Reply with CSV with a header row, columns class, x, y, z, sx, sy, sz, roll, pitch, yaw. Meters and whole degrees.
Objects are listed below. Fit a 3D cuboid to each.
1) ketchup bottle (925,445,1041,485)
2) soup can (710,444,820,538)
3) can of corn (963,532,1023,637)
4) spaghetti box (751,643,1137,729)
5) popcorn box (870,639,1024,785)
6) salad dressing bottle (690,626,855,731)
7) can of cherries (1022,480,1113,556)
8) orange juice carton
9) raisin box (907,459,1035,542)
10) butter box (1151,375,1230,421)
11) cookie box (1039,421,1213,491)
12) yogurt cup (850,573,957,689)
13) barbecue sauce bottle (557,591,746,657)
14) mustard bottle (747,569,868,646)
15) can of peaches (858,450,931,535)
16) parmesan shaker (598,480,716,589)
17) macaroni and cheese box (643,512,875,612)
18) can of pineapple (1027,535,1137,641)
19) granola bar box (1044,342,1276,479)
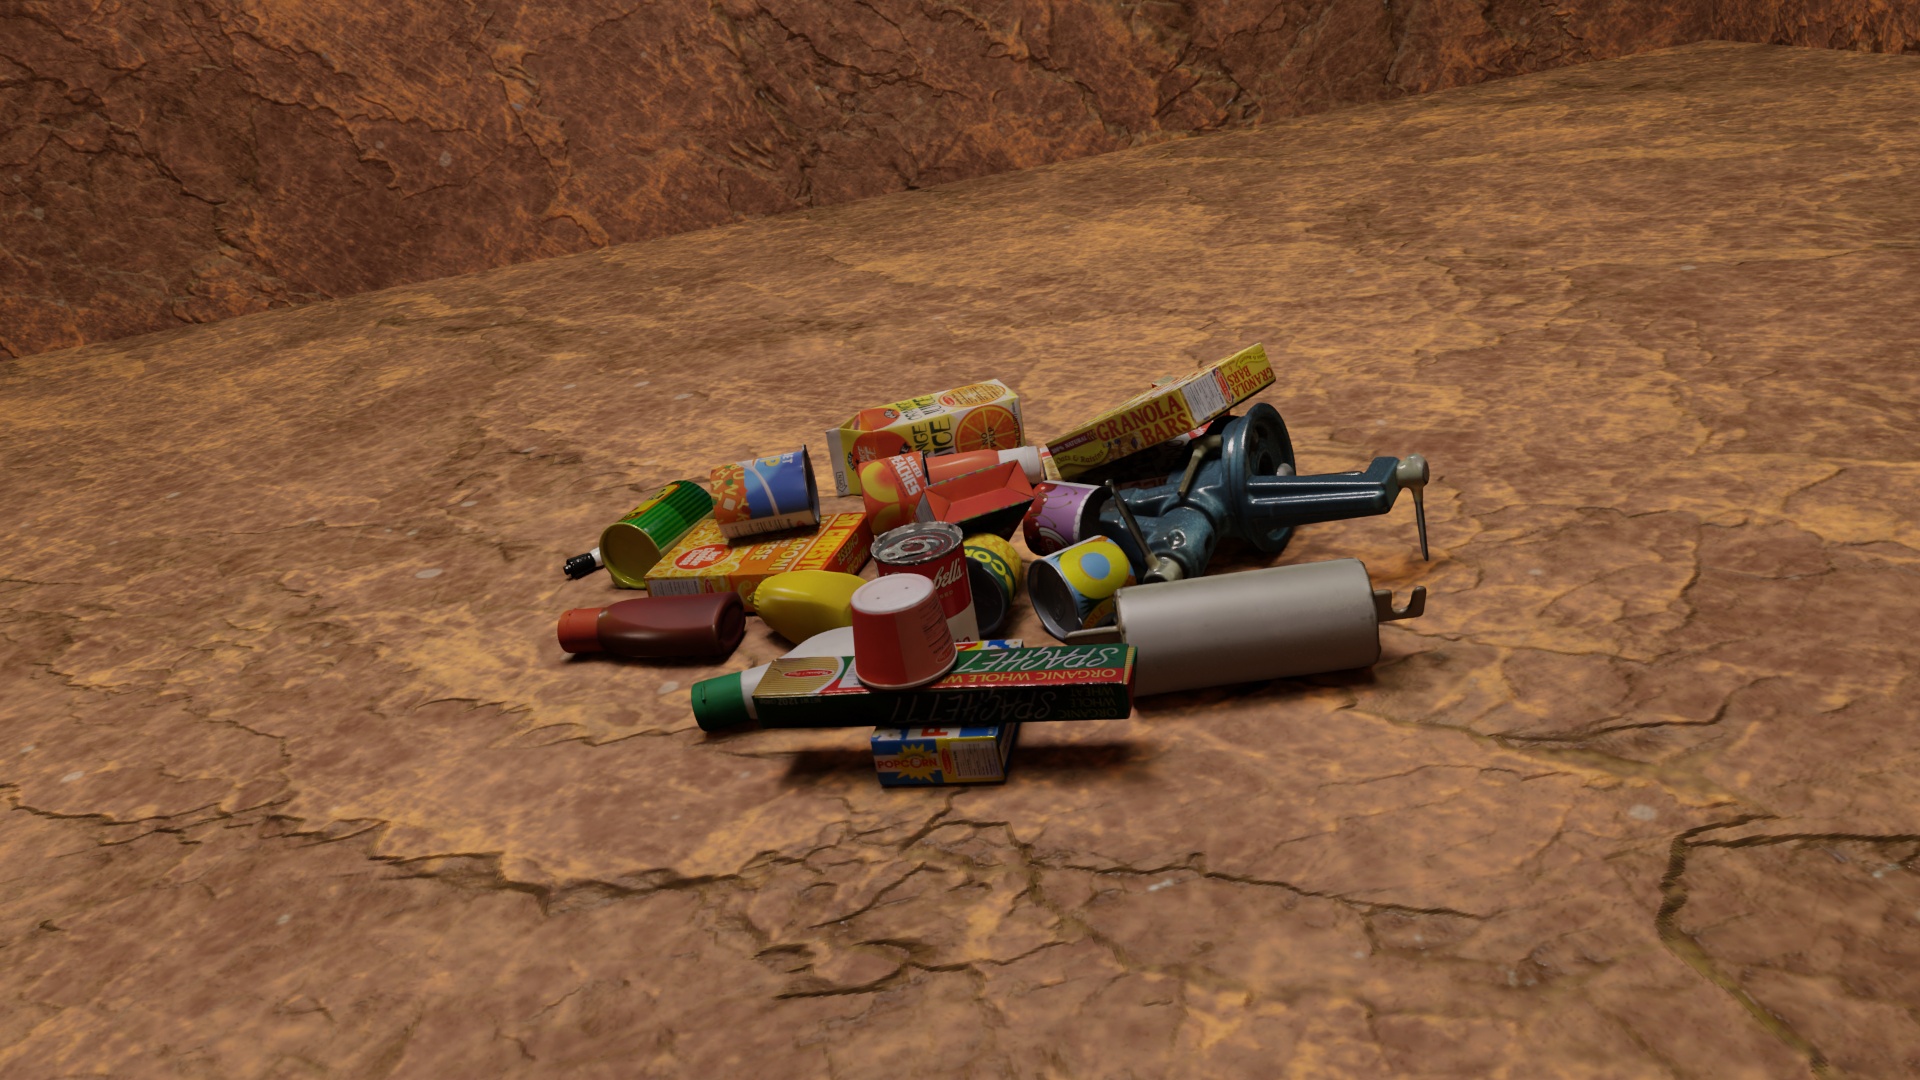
class,x,y,z,sx,sy,sz,roll,pitch,yaw
ketchup bottle,0.001,-0.062,1.327,0.149,0.043,0.065,-9,4,1
soup can,-0.171,-0.043,1.218,0.084,0.071,0.071,-10,24,2
can of corn,0.012,0.032,1.082,0.071,0.071,0.058,-2,24,18
spaghetti box,-0.010,0.095,0.902,0.250,0.028,0.050,-3,25,14
popcorn box,-0.004,0.115,0.941,0.085,0.038,0.127,-5,24,14
salad dressing bottle,-0.118,0.103,1.000,0.148,0.043,0.064,-13,58,2
can of cherries,0.092,-0.013,1.161,0.058,0.071,0.072,9,30,37
orange juice carton,-0.037,-0.099,1.394,0.193,0.071,0.073,-15,24,-11
raisin box,0.004,-0.014,1.143,0.086,0.040,0.123,-18,-17,-19
butter box,0.230,-0.127,1.376,0.024,0.053,0.103,-22,26,-20
cookie box,0.163,-0.061,1.272,0.167,0.040,0.123,-10,23,2
yogurt cup,-0.039,0.057,0.895,0.072,0.053,0.073,-8,24,4
barbecue sauce bottle,-0.254,0.070,1.133,0.148,0.043,0.065,-4,24,15
mustard bottle,-0.121,0.053,1.098,0.049,0.065,0.160,-33,29,-34
can of peaches,-0.055,-0.042,1.212,0.058,0.071,0.071,-11,23,2
parmesan shaker,-0.279,-0.006,1.289,0.071,0.071,0.103,1,25,23
macaroni and cheese box,-0.173,0.020,1.219,0.166,0.040,0.124,-2,24,18
can of pineapple,0.093,0.037,1.048,0.058,0.070,0.071,-21,26,-25
granola bar box,0.172,-0.110,1.198,0.125,0.039,0.165,-30,6,-39
